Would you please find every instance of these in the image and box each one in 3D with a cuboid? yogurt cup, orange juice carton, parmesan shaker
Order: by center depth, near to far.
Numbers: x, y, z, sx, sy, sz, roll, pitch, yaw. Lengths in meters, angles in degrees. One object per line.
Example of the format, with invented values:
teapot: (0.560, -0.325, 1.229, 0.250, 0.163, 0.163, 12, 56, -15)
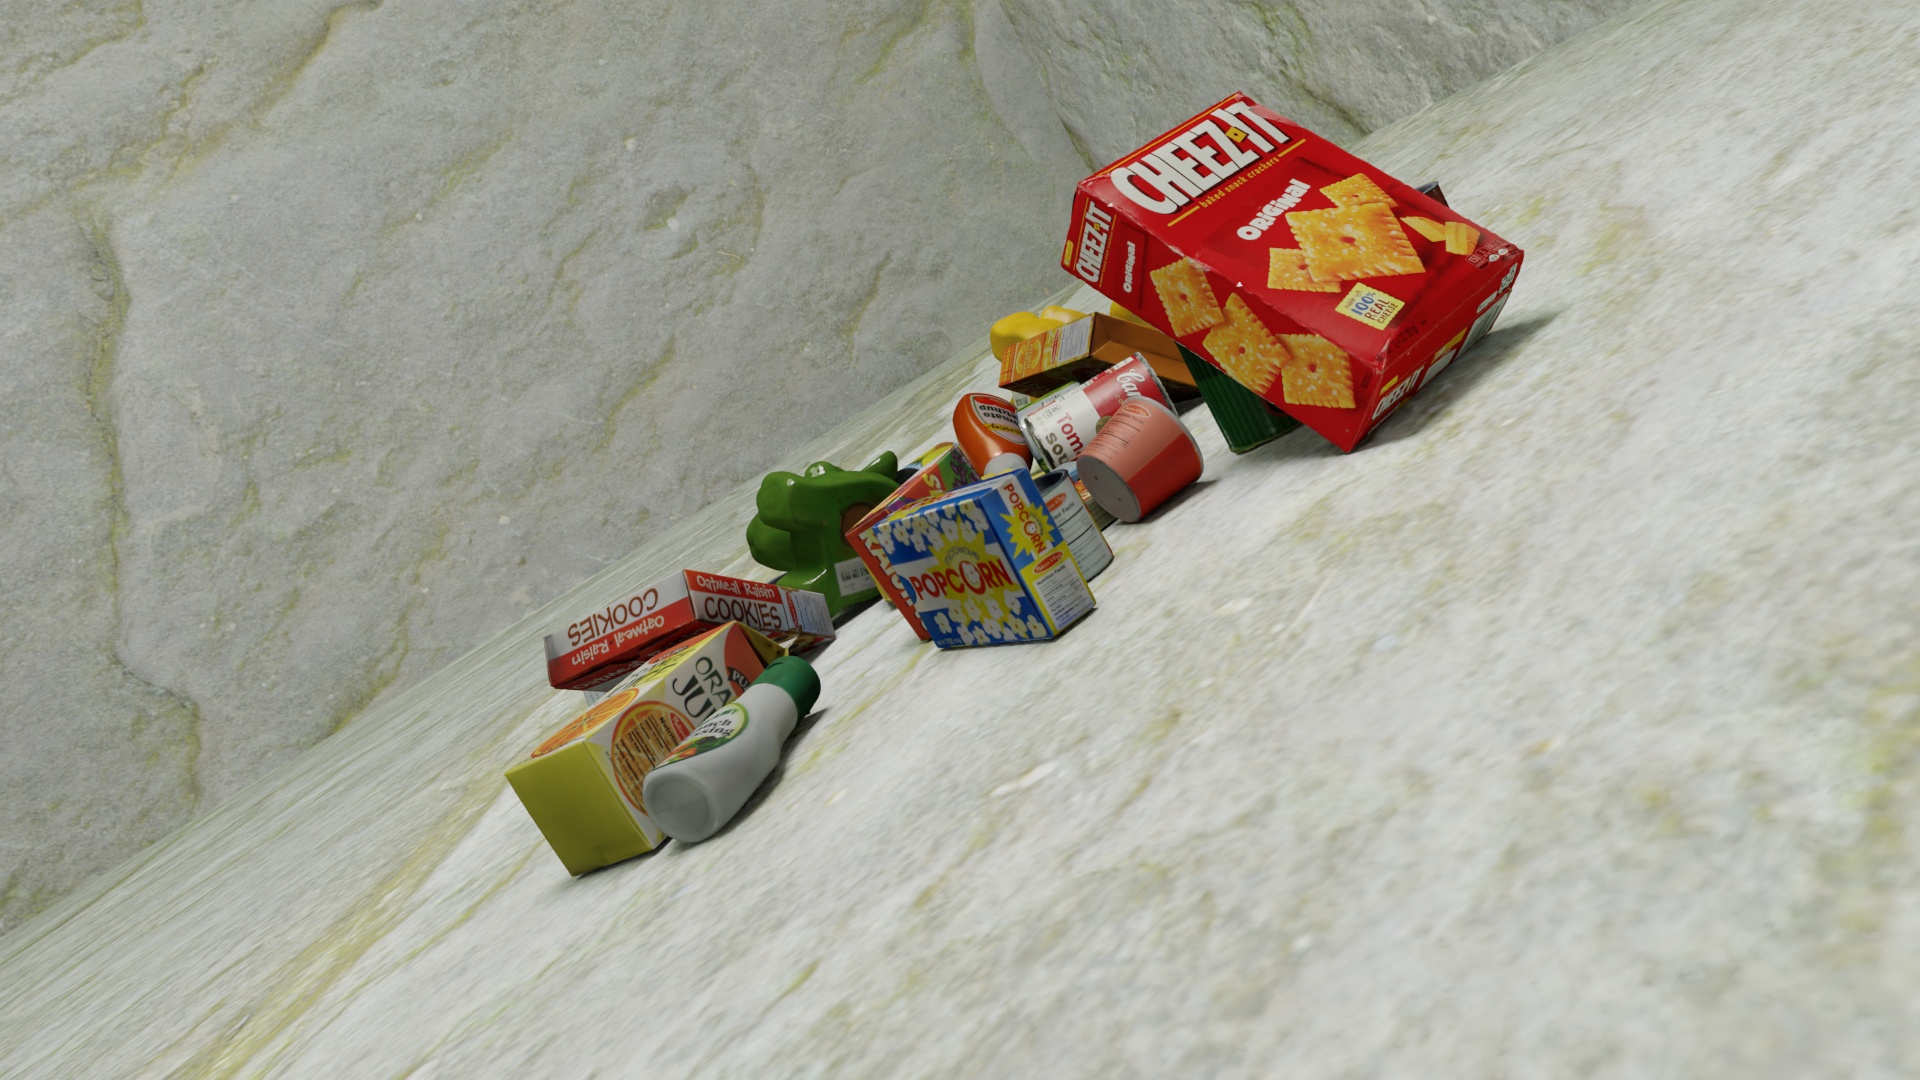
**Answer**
orange juice carton: (-0.169, 0.110, 0.829, 0.071, 0.073, 0.193, -24, 11, 32)
yogurt cup: (0.109, -0.048, 0.866, 0.054, 0.072, 0.072, -41, 13, -17)
parmesan shaker: (0.178, -0.117, 0.894, 0.071, 0.103, 0.071, -29, 10, 6)

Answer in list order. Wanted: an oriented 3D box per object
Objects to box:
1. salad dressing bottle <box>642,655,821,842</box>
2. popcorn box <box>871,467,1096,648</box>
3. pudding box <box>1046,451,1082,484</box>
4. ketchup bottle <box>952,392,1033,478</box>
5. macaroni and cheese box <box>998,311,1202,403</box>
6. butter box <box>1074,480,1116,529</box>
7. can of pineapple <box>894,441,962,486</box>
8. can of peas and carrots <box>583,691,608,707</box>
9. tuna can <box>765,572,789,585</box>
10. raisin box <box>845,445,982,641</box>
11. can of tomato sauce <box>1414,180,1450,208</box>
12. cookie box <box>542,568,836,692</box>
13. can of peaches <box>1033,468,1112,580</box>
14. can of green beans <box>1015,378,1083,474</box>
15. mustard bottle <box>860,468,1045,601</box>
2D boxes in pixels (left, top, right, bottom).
salad dressing bottle: (-0.122, 0.111, 0.775, 0.064, 0.044, 0.148, -24, 11, 24)
popcorn box: (0.011, 0.013, 0.772, 0.038, 0.085, 0.126, -34, 10, -29)
pudding box: (0.088, -0.043, 0.991, 0.084, 0.030, 0.049, -33, 9, -18)
ketchup bottle: (0.032, -0.071, 1.141, 0.149, 0.065, 0.043, -104, 35, -60)
macaroni and cheese box: (0.123, -0.144, 1.168, 0.124, 0.040, 0.166, 12, -7, -23)
butter box: (0.098, -0.033, 0.927, 0.104, 0.024, 0.053, -36, 12, -31)
can of pineapple: (-0.019, -0.045, 1.187, 0.071, 0.071, 0.058, -19, 13, 45)
can of peas and carrots: (-0.243, 0.112, 1.053, 0.059, 0.071, 0.071, -29, 10, 4)
tuna can: (-0.156, 0.054, 1.183, 0.071, 0.033, 0.071, -28, 10, 5)
raisin box: (-0.012, 0.000, 0.898, 0.040, 0.086, 0.124, -31, 8, 30)
can of tomato sauce: (0.311, -0.192, 0.950, 0.071, 0.083, 0.071, -29, 10, 6)
cookie box: (-0.184, 0.069, 0.963, 0.122, 0.040, 0.167, -25, -18, 21)
can of peaches: (0.047, -0.001, 0.818, 0.071, 0.058, 0.071, -29, 10, 6)
can of green beans: (0.085, -0.090, 1.129, 0.058, 0.071, 0.071, -27, 10, 12)
mustard bottle: (0.004, -0.013, 1.021, 0.160, 0.048, 0.065, -31, 12, -5)
